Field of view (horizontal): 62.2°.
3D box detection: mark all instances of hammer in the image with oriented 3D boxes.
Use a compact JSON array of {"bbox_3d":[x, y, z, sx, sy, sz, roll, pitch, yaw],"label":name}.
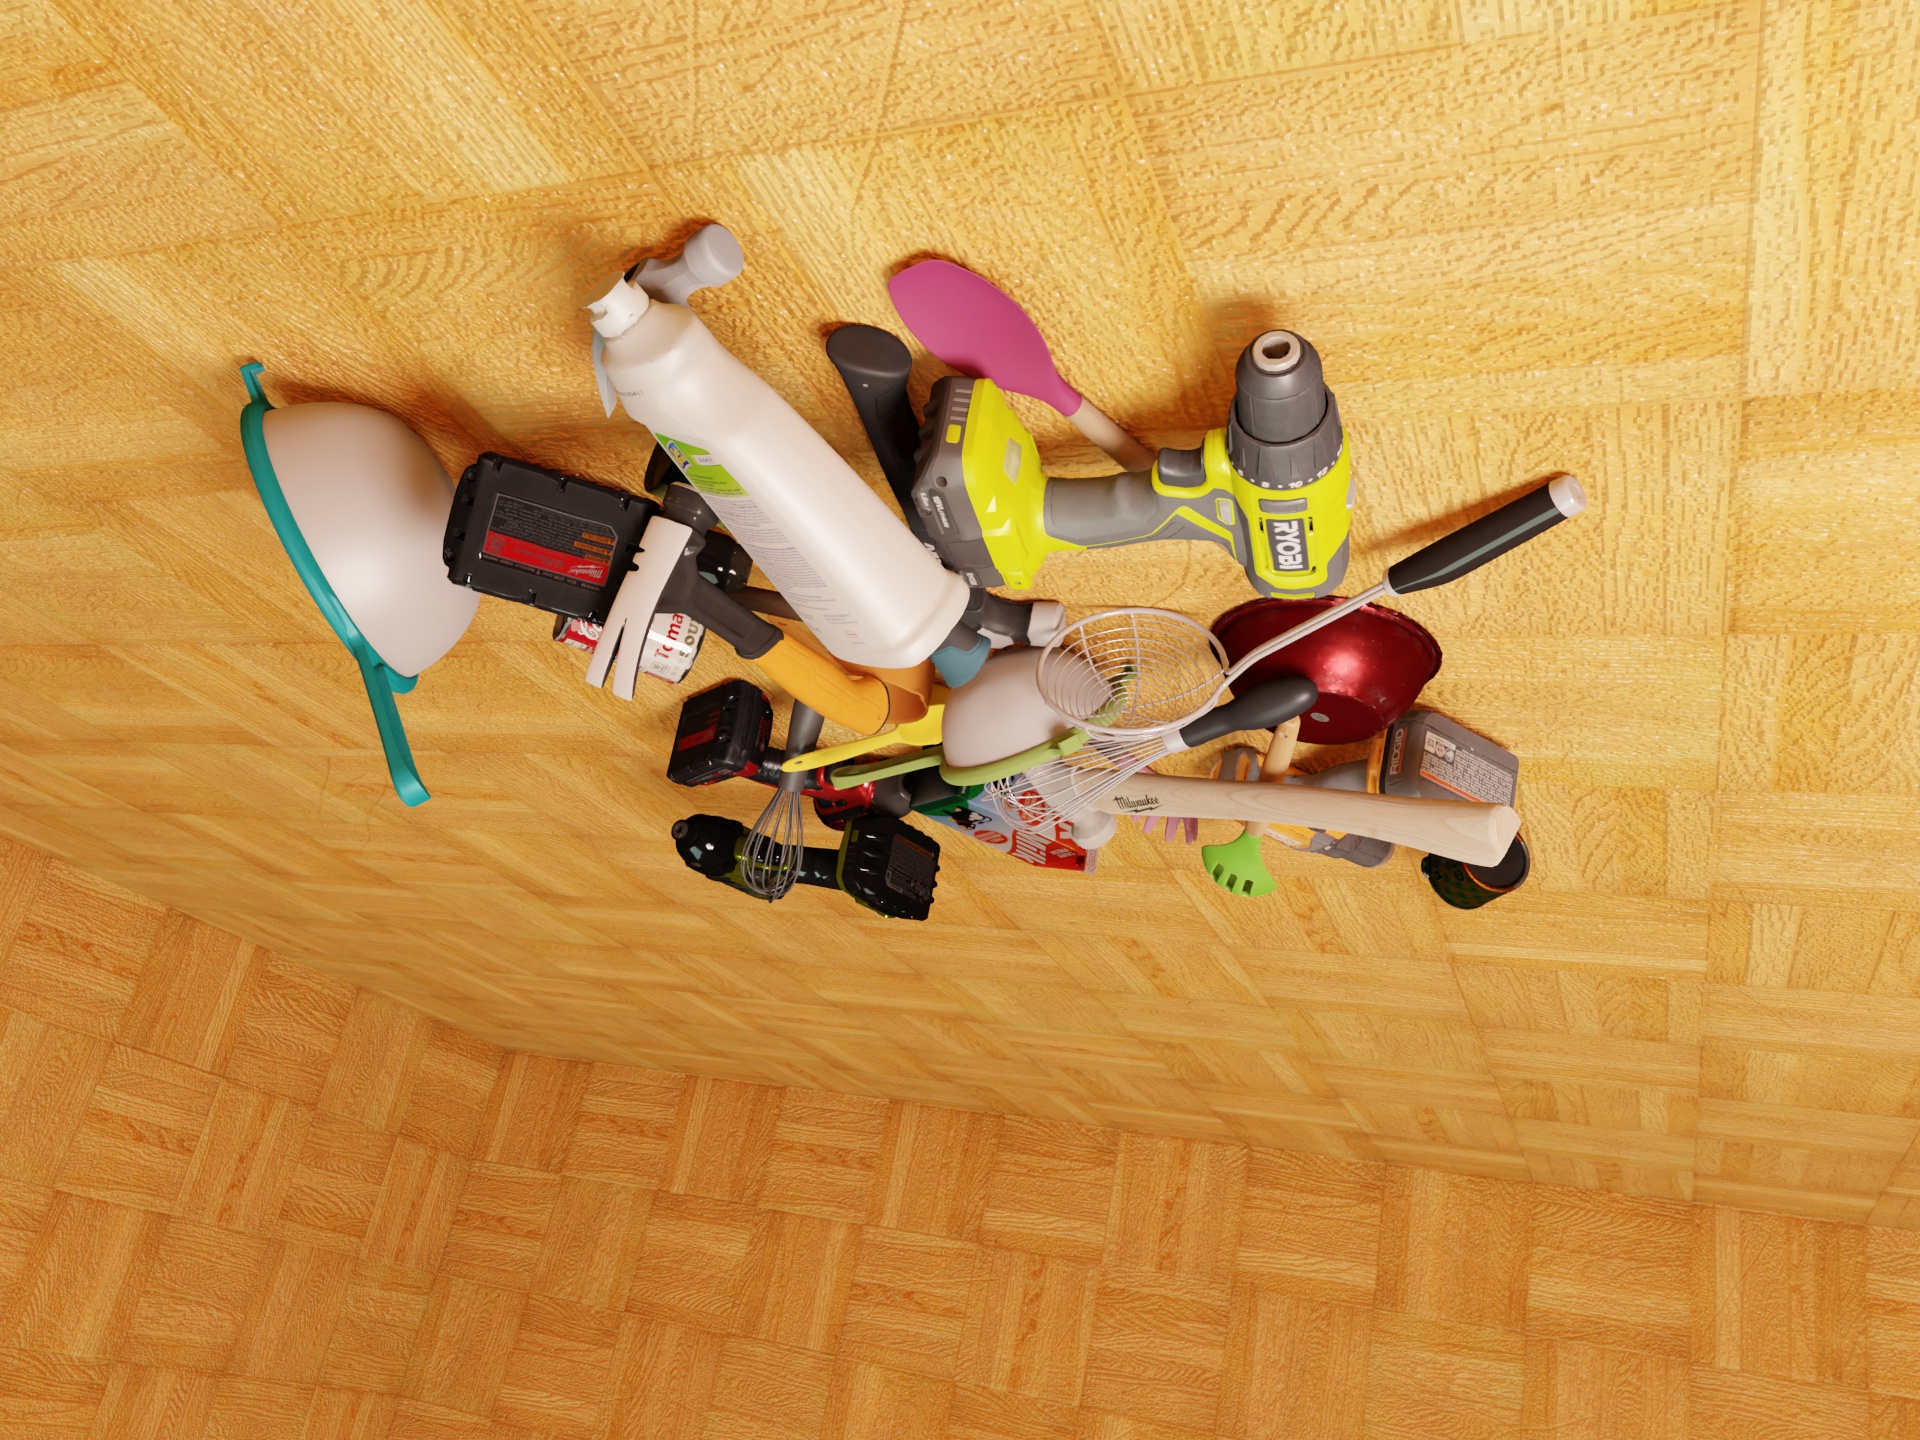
[{"bbox_3d":[-0.125,-0.037,1.046,0.034,0.127,0.336,20,174,23],"label":"hammer"},{"bbox_3d":[-0.085,-0.134,0.935,0.128,0.033,0.330,-18,130,33],"label":"hammer"},{"bbox_3d":[-0.028,-0.137,1.017,0.146,0.035,0.334,5,156,15],"label":"hammer"},{"bbox_3d":[0.203,0.053,1.152,0.411,0.038,0.146,3,139,48],"label":"hammer"}]

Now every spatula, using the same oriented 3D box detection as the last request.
[{"bbox_3d":[-0.166,-0.092,1.142,0.316,0.060,0.018,13,117,16],"label":"spatula"}]

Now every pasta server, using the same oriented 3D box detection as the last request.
[{"bbox_3d":[0.114,0.024,1.321,0.060,0.040,0.315,7,158,41],"label":"pasta server"}]

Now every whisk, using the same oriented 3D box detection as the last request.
[{"bbox_3d":[-0.143,0.052,1.347,0.055,0.055,0.238,14,115,-5],"label":"whisk"},{"bbox_3d":[0.129,0.019,1.128,0.284,0.070,0.070,-21,142,37],"label":"whisk"}]

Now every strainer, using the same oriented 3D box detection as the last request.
[{"bbox_3d":[-0.353,-0.087,1.020,0.095,0.341,0.210,-27,143,-6],"label":"strainer"},{"bbox_3d":[-0.002,-0.004,1.190,0.256,0.151,0.069,-15,106,30],"label":"strainer"}]

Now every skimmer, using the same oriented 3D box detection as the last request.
[{"bbox_3d":[0.201,-0.080,0.987,0.090,0.127,0.363,43,135,-18],"label":"skimmer"}]

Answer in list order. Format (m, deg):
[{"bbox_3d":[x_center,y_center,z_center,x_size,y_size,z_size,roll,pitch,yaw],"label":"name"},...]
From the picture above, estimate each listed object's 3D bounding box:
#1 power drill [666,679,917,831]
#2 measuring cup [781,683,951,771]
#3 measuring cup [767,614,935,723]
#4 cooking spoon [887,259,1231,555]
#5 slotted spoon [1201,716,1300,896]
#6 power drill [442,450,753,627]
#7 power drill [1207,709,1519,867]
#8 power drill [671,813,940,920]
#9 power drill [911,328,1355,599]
[{"bbox_3d":[-0.141,0.042,1.445,0.219,0.079,0.143,23,156,-32],"label":"power drill"},{"bbox_3d":[-0.075,0.008,1.311,0.156,0.029,0.062,-17,148,2],"label":"measuring cup"},{"bbox_3d":[-0.086,-0.057,1.214,0.095,0.052,0.173,-5,150,35],"label":"measuring cup"},{"bbox_3d":[0.080,-0.167,0.912,0.069,0.017,0.318,-12,147,43],"label":"cooking spoon"},{"bbox_3d":[0.228,0.072,1.226,0.070,0.031,0.313,28,156,15],"label":"slotted spoon"},{"bbox_3d":[-0.227,-0.115,1.024,0.188,0.080,0.227,16,-173,-9],"label":"power drill"},{"bbox_3d":[0.332,0.067,1.263,0.185,0.084,0.226,24,159,-26],"label":"power drill"},{"bbox_3d":[-0.147,0.130,1.483,0.223,0.080,0.171,2,162,27],"label":"power drill"},{"bbox_3d":[0.096,-0.136,0.860,0.228,0.080,0.190,1,154,16],"label":"power drill"}]
